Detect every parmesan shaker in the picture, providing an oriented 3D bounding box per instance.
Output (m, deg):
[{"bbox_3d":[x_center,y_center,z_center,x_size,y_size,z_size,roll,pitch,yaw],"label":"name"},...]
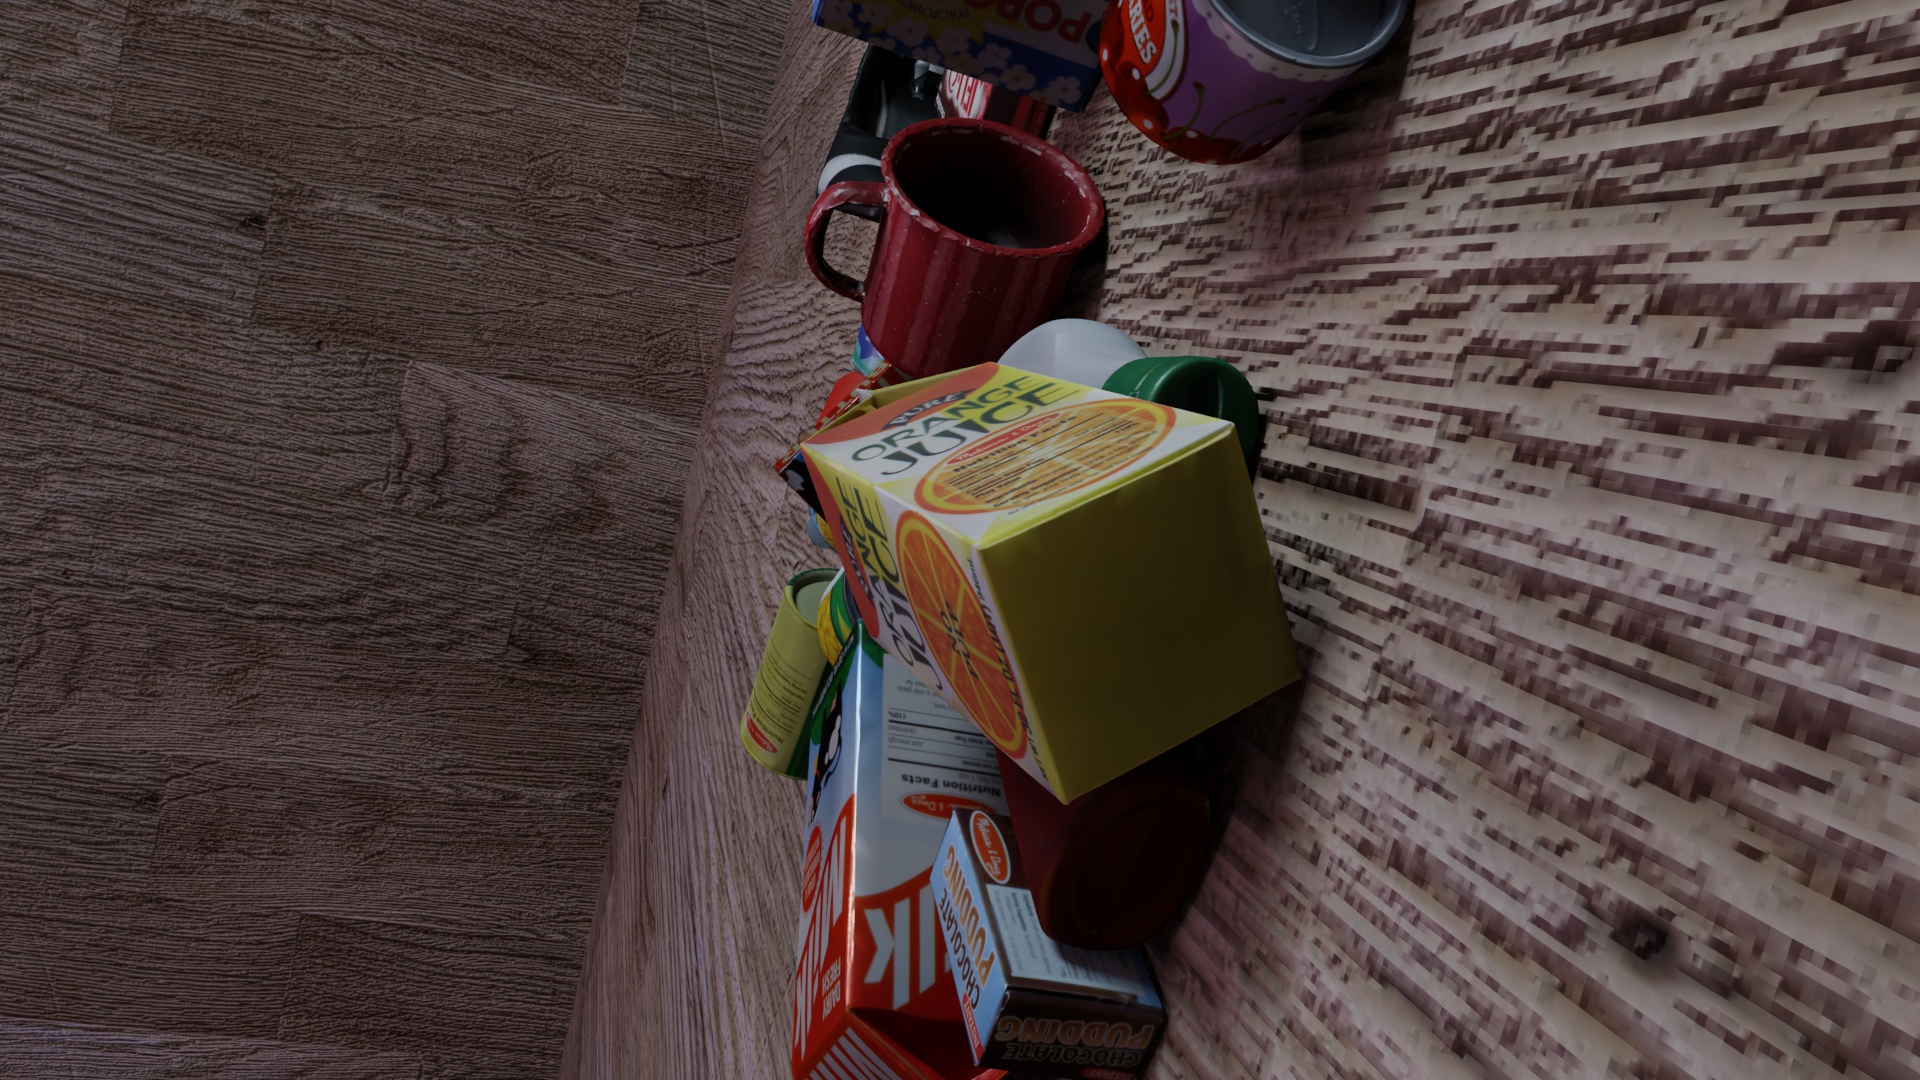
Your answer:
[{"bbox_3d":[-0.076,0.076,0.774,0.071,0.071,0.102,-101,28,-54],"label":"parmesan shaker"}]

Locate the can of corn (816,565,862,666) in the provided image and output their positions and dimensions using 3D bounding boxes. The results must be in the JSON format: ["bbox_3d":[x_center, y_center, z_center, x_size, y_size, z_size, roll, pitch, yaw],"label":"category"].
[{"bbox_3d":[-0.026,0.033,0.624,0.058,0.071,0.071,132,146,-62],"label":"can of corn"}]

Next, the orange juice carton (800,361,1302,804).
[{"bbox_3d":[0.009,-0.002,0.410,0.193,0.073,0.071,29,141,65],"label":"orange juice carton"}]

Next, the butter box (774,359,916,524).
[{"bbox_3d":[-0.031,-0.050,0.641,0.103,0.053,0.024,-45,17,-4],"label":"butter box"}]

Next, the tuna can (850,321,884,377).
[{"bbox_3d":[-0.018,-0.094,0.686,0.071,0.071,0.032,-112,37,-63],"label":"tuna can"}]

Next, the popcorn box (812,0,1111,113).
[{"bbox_3d":[0.009,-0.243,0.589,0.084,0.127,0.038,121,158,-50],"label":"popcorn box"}]

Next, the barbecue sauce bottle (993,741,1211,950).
[{"bbox_3d":[0.034,0.054,0.434,0.149,0.044,0.064,-107,34,-61],"label":"barbecue sauce bottle"}]

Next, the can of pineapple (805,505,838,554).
[{"bbox_3d":[-0.041,-0.023,0.711,0.057,0.071,0.071,152,128,-70],"label":"can of pineapple"}]

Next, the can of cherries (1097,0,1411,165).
[{"bbox_3d":[0.076,-0.145,0.380,0.058,0.071,0.071,146,133,-69],"label":"can of cherries"}]

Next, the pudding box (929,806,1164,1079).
[{"bbox_3d":[0.023,0.118,0.412,0.084,0.050,0.030,-112,39,-63],"label":"pudding box"}]

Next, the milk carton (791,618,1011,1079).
[{"bbox_3d":[-0.015,0.129,0.494,0.072,0.073,0.191,119,157,-47],"label":"milk carton"}]

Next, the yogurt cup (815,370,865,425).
[{"bbox_3d":[-0.051,-0.060,0.786,0.072,0.072,0.054,124,161,-54],"label":"yogurt cup"}]

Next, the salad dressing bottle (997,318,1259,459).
[{"bbox_3d":[0.048,-0.042,0.457,0.148,0.044,0.064,-155,74,-73],"label":"salad dressing bottle"}]
